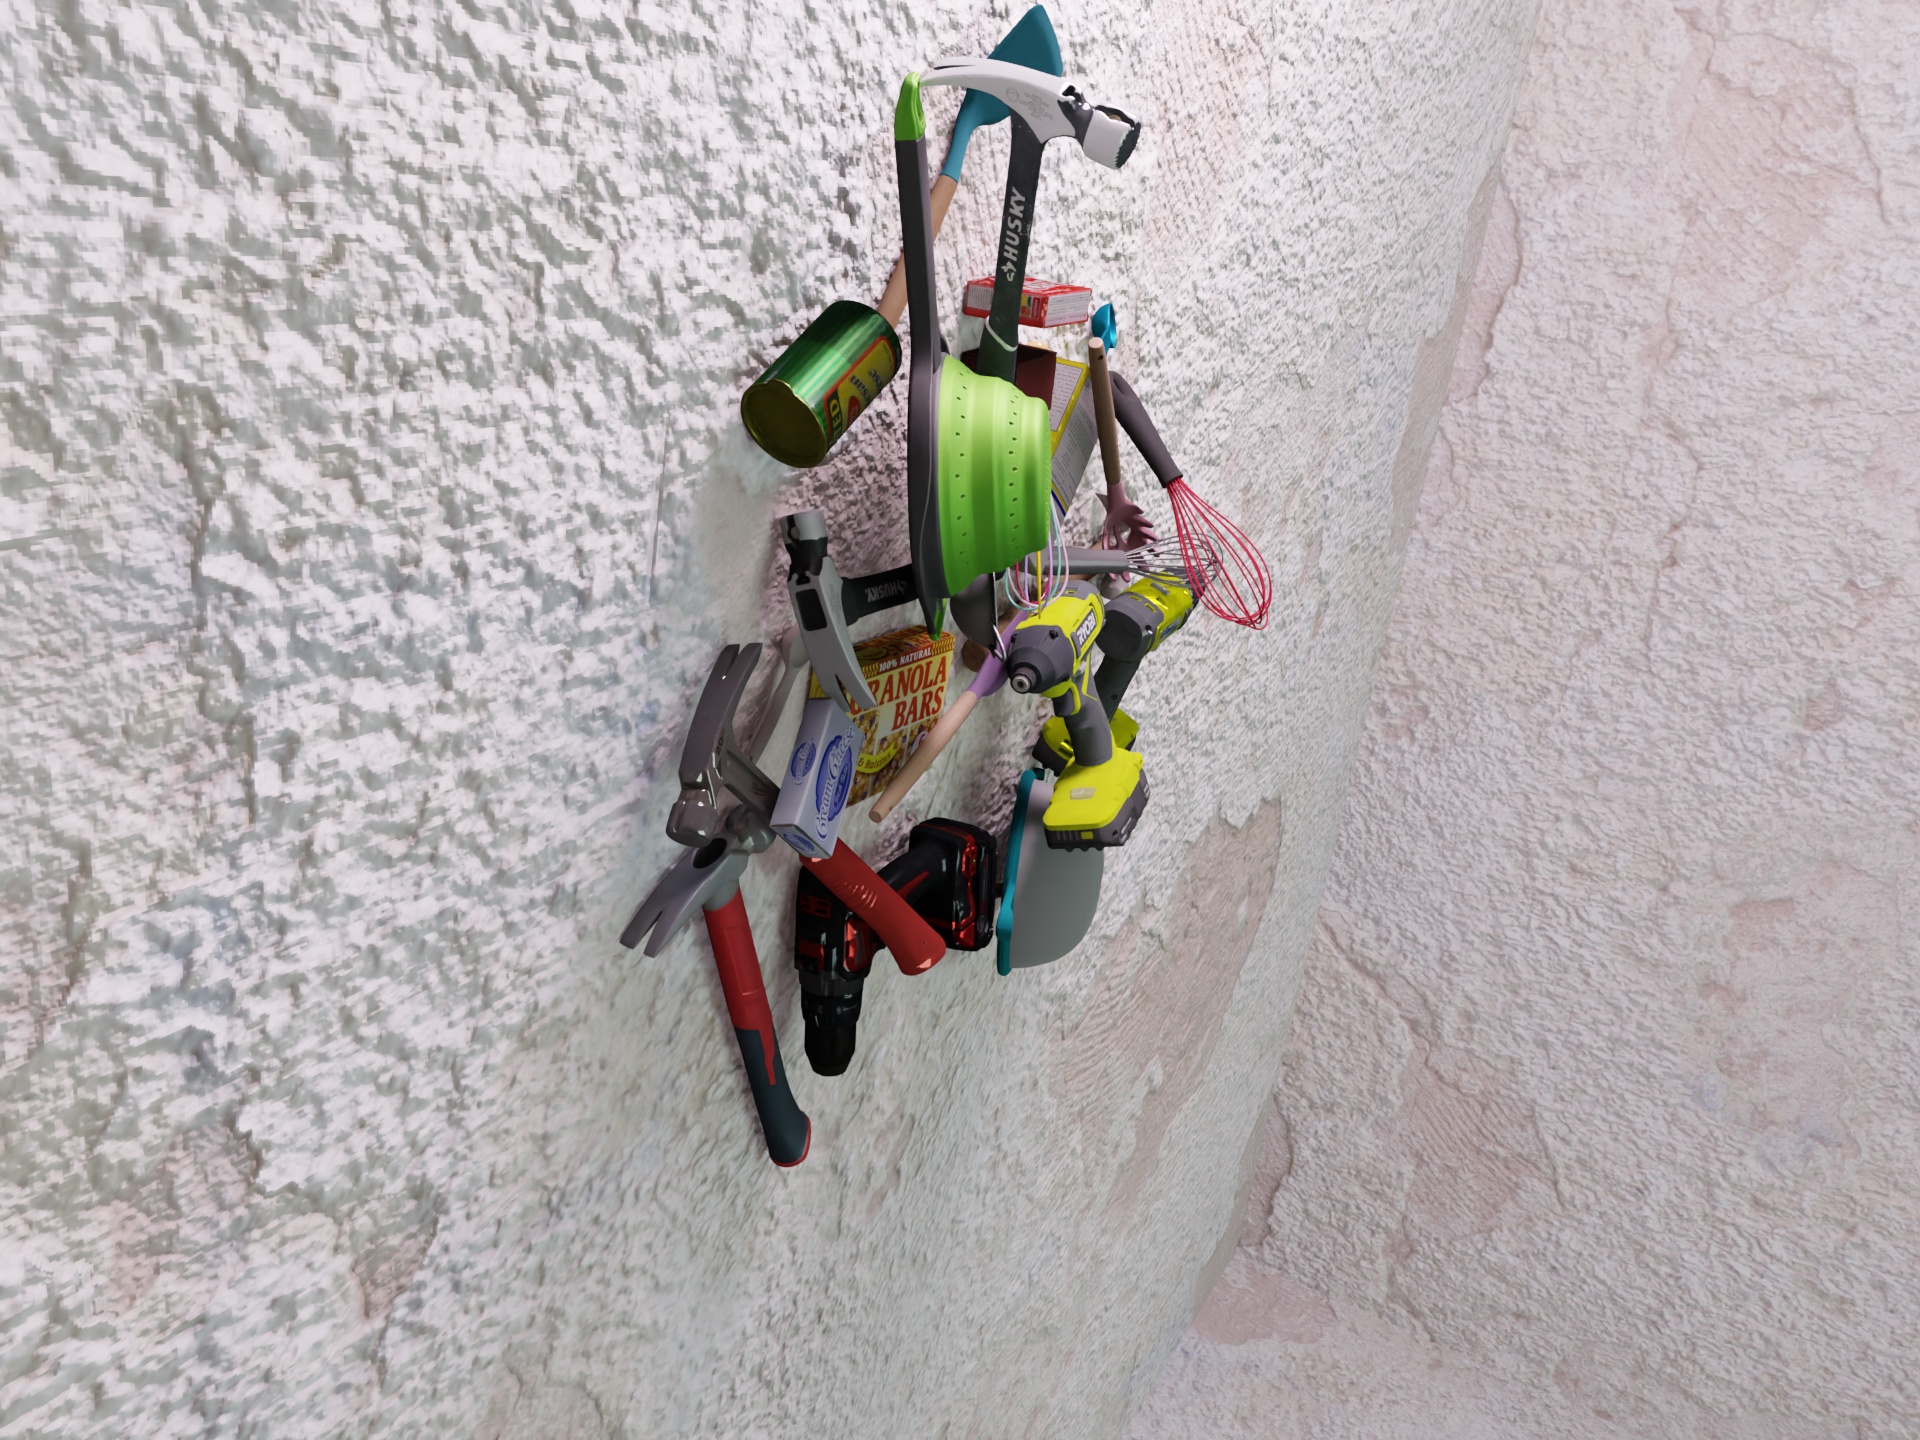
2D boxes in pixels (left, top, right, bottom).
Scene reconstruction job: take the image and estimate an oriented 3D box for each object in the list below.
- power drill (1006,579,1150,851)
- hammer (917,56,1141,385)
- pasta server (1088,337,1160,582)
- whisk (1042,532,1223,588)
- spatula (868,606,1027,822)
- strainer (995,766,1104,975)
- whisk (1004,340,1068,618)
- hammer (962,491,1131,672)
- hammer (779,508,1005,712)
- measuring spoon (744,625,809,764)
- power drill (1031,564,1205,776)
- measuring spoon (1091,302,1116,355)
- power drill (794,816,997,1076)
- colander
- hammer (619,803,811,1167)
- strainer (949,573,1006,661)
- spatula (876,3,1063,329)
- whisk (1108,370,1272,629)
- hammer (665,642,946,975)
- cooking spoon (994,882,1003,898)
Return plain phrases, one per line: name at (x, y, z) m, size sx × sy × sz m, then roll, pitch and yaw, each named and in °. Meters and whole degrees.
power drill at (0.103, 0.003, 1.474) m, size 0.171 × 0.080 × 0.223 m, roll -52°, pitch 131°, yaw -54°
hammer at (0.027, -0.300, 1.167) m, size 0.036 × 0.149 × 0.408 m, roll -53°, pitch 166°, yaw -28°
pasta server at (0.145, -0.238, 1.486) m, size 0.060 × 0.040 × 0.316 m, roll -28°, pitch 148°, yaw -6°
whisk at (0.154, -0.156, 1.534) m, size 0.239 × 0.055 × 0.055 m, roll -3°, pitch 113°, yaw -27°
spatula at (-0.002, -0.004, 1.367) m, size 0.316 × 0.018 × 0.059 m, roll -51°, pitch 150°, yaw -49°
strainer at (0.090, 0.167, 1.551) m, size 0.340 × 0.095 × 0.211 m, roll -48°, pitch 145°, yaw -81°
whisk at (0.064, -0.207, 1.369) m, size 0.047 × 0.051 × 0.245 m, roll 15°, pitch 73°, yaw -58°
hammer at (0.095, -0.129, 1.568) m, size 0.331 × 0.031 × 0.130 m, roll -40°, pitch 141°, yaw -50°
hammer at (-0.037, -0.104, 1.259) m, size 0.335 × 0.035 × 0.146 m, roll -26°, pitch 105°, yaw -64°
measuring spoon at (-0.141, -0.015, 1.172) m, size 0.124 × 0.018 × 0.034 m, roll -65°, pitch 156°, yaw 1°
power drill at (0.172, -0.054, 1.651) m, size 0.190 × 0.080 × 0.228 m, roll -35°, pitch 154°, yaw -53°
measuring spoon at (0.124, -0.346, 1.457) m, size 0.129 × 0.021 × 0.042 m, roll -68°, pitch 152°, yaw -54°
power drill at (-0.062, 0.189, 1.378) m, size 0.226 × 0.080 × 0.188 m, roll -19°, pitch 116°, yaw -54°
colander at (0.014, -0.246, 1.116) m, size 0.205 × 0.094 × 0.396 m, roll -82°, pitch 170°, yaw -55°
hammer at (-0.173, 0.246, 1.250) m, size 0.143 × 0.038 × 0.385 m, roll -50°, pitch 148°, yaw -38°
strainer at (0.022, -0.140, 1.313) m, size 0.086 × 0.050 × 0.259 m, roll 90°, pitch 5°, yaw -45°
spatula at (-0.010, -0.370, 1.161) m, size 0.317 × 0.044 × 0.082 m, roll -67°, pitch 160°, yaw -9°
whisk at (0.213, -0.213, 1.523) m, size 0.073 × 0.296 × 0.073 m, roll -29°, pitch 170°, yaw -6°
hammer at (-0.098, 0.094, 1.196) m, size 0.358 × 0.037 × 0.149 m, roll 51°, pitch 46°, yaw -50°
cooking spoon at (-0.017, 0.176, 1.558) m, size 0.318 × 0.017 × 0.069 m, roll 5°, pitch 96°, yaw -65°
